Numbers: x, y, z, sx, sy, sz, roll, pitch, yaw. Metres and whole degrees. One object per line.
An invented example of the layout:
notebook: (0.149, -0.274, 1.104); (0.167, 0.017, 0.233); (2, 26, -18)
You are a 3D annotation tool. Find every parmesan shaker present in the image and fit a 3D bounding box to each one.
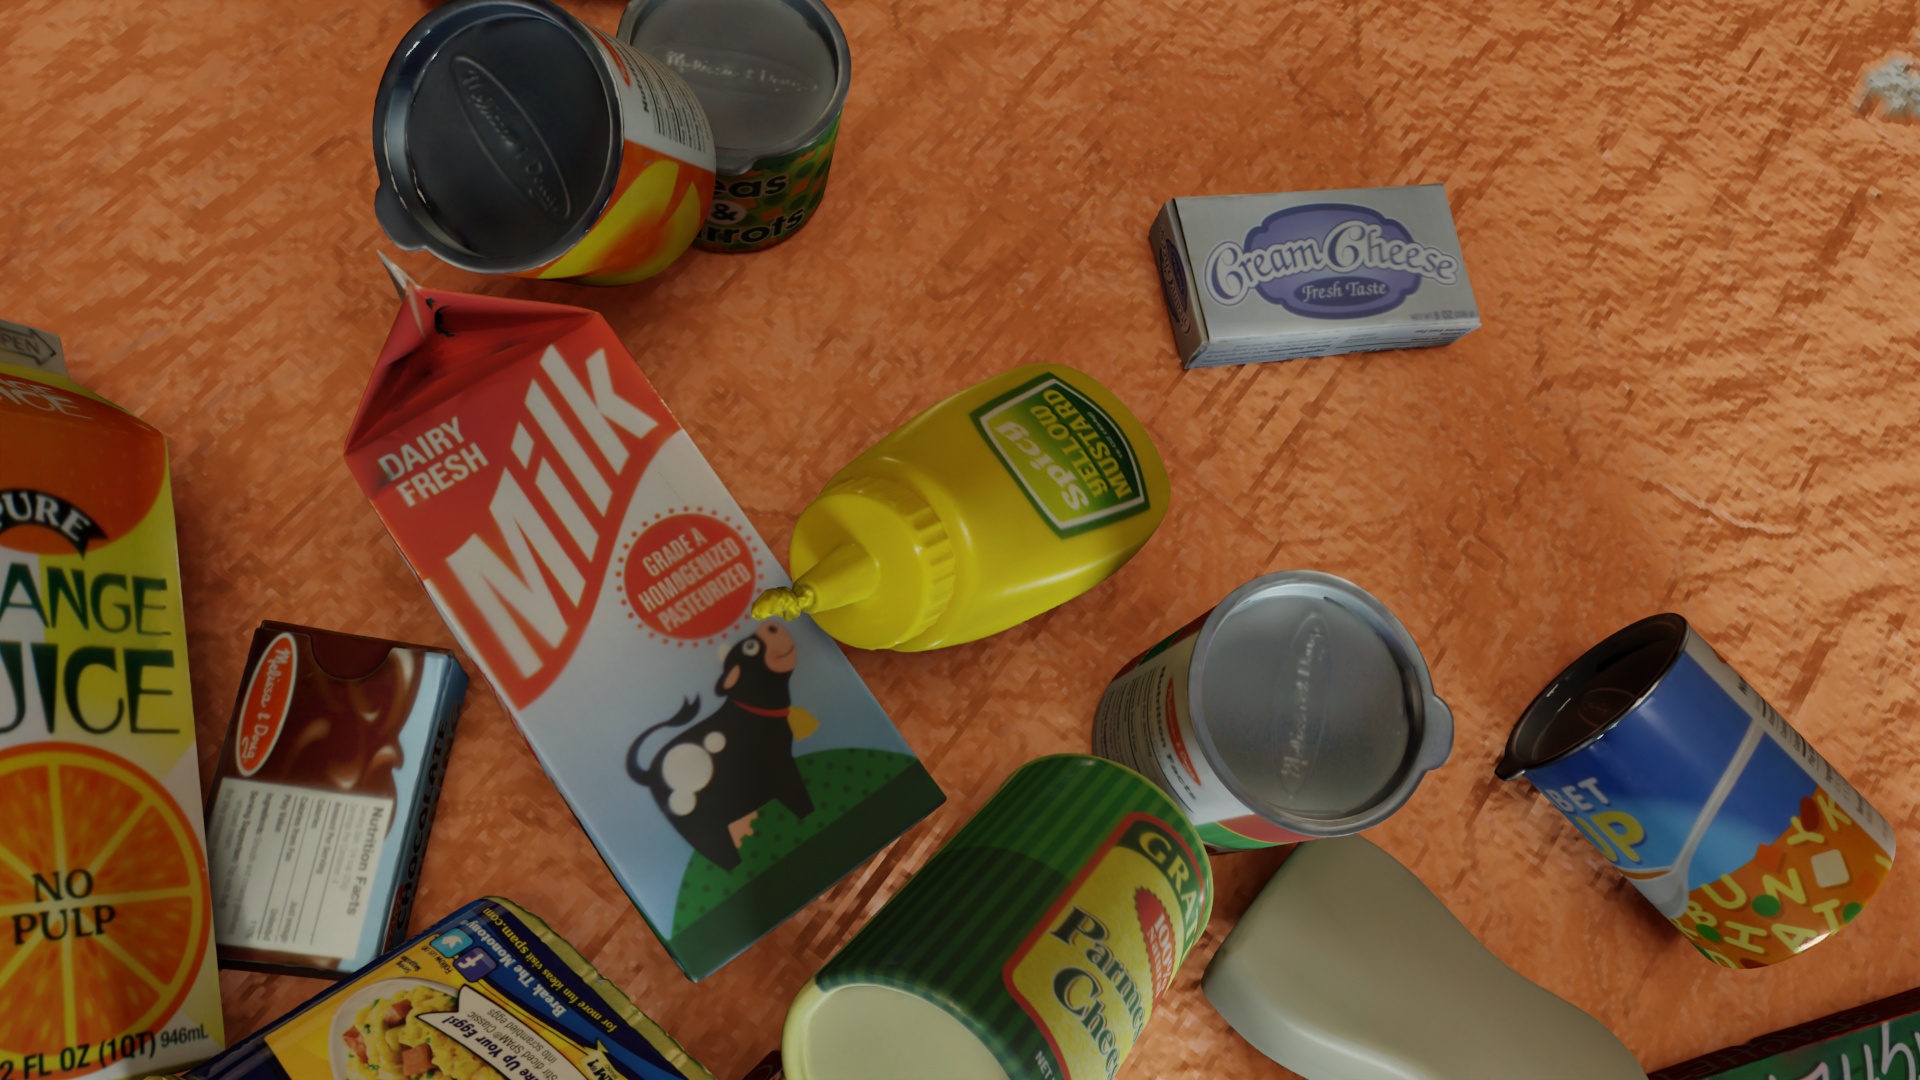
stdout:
parmesan shaker: (0.013, 0.106, 0.334); (0.071, 0.071, 0.103); (49, 33, 5)

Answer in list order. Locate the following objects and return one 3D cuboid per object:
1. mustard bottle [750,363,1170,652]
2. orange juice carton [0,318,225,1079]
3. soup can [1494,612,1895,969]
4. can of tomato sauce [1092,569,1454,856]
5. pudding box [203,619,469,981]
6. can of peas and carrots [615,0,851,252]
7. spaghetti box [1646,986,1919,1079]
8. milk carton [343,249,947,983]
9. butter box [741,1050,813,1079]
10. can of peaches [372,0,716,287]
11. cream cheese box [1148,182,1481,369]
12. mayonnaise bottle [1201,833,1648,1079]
mustard bottle: (0.001, -0.004, 0.357); (0.065, 0.048, 0.161); (53, 33, 6)
orange juice carton: (-0.229, 0.032, 0.311); (0.073, 0.072, 0.193); (-19, 75, 21)
soup can: (0.216, 0.076, 0.414); (0.084, 0.071, 0.071); (46, 70, 4)
can of tomato sauce: (0.081, 0.051, 0.381); (0.071, 0.083, 0.071); (4, 72, -11)
pudding box: (-0.160, 0.066, 0.352); (0.050, 0.030, 0.084); (9, 71, -8)
can of peas and carrots: (-0.069, -0.126, 0.418); (0.071, 0.058, 0.071); (3, 73, -11)
spaghetti box: (0.212, 0.179, 0.398); (0.251, 0.028, 0.050); (-9, 75, -15)
milk carton: (-0.093, 0.014, 0.361); (0.074, 0.072, 0.190); (-34, 82, -19)
butter box: (-0.017, 0.171, 0.337); (0.024, 0.053, 0.103); (-40, 85, -22)
can of peaches: (-0.105, -0.098, 0.355); (0.071, 0.058, 0.071); (2, 97, 13)
cream cheese box: (0.119, -0.089, 0.465); (0.104, 0.024, 0.053); (-6, 74, -14)
mayonnaise bottle: (0.139, 0.142, 0.364); (0.148, 0.041, 0.065); (37, 56, 20)
